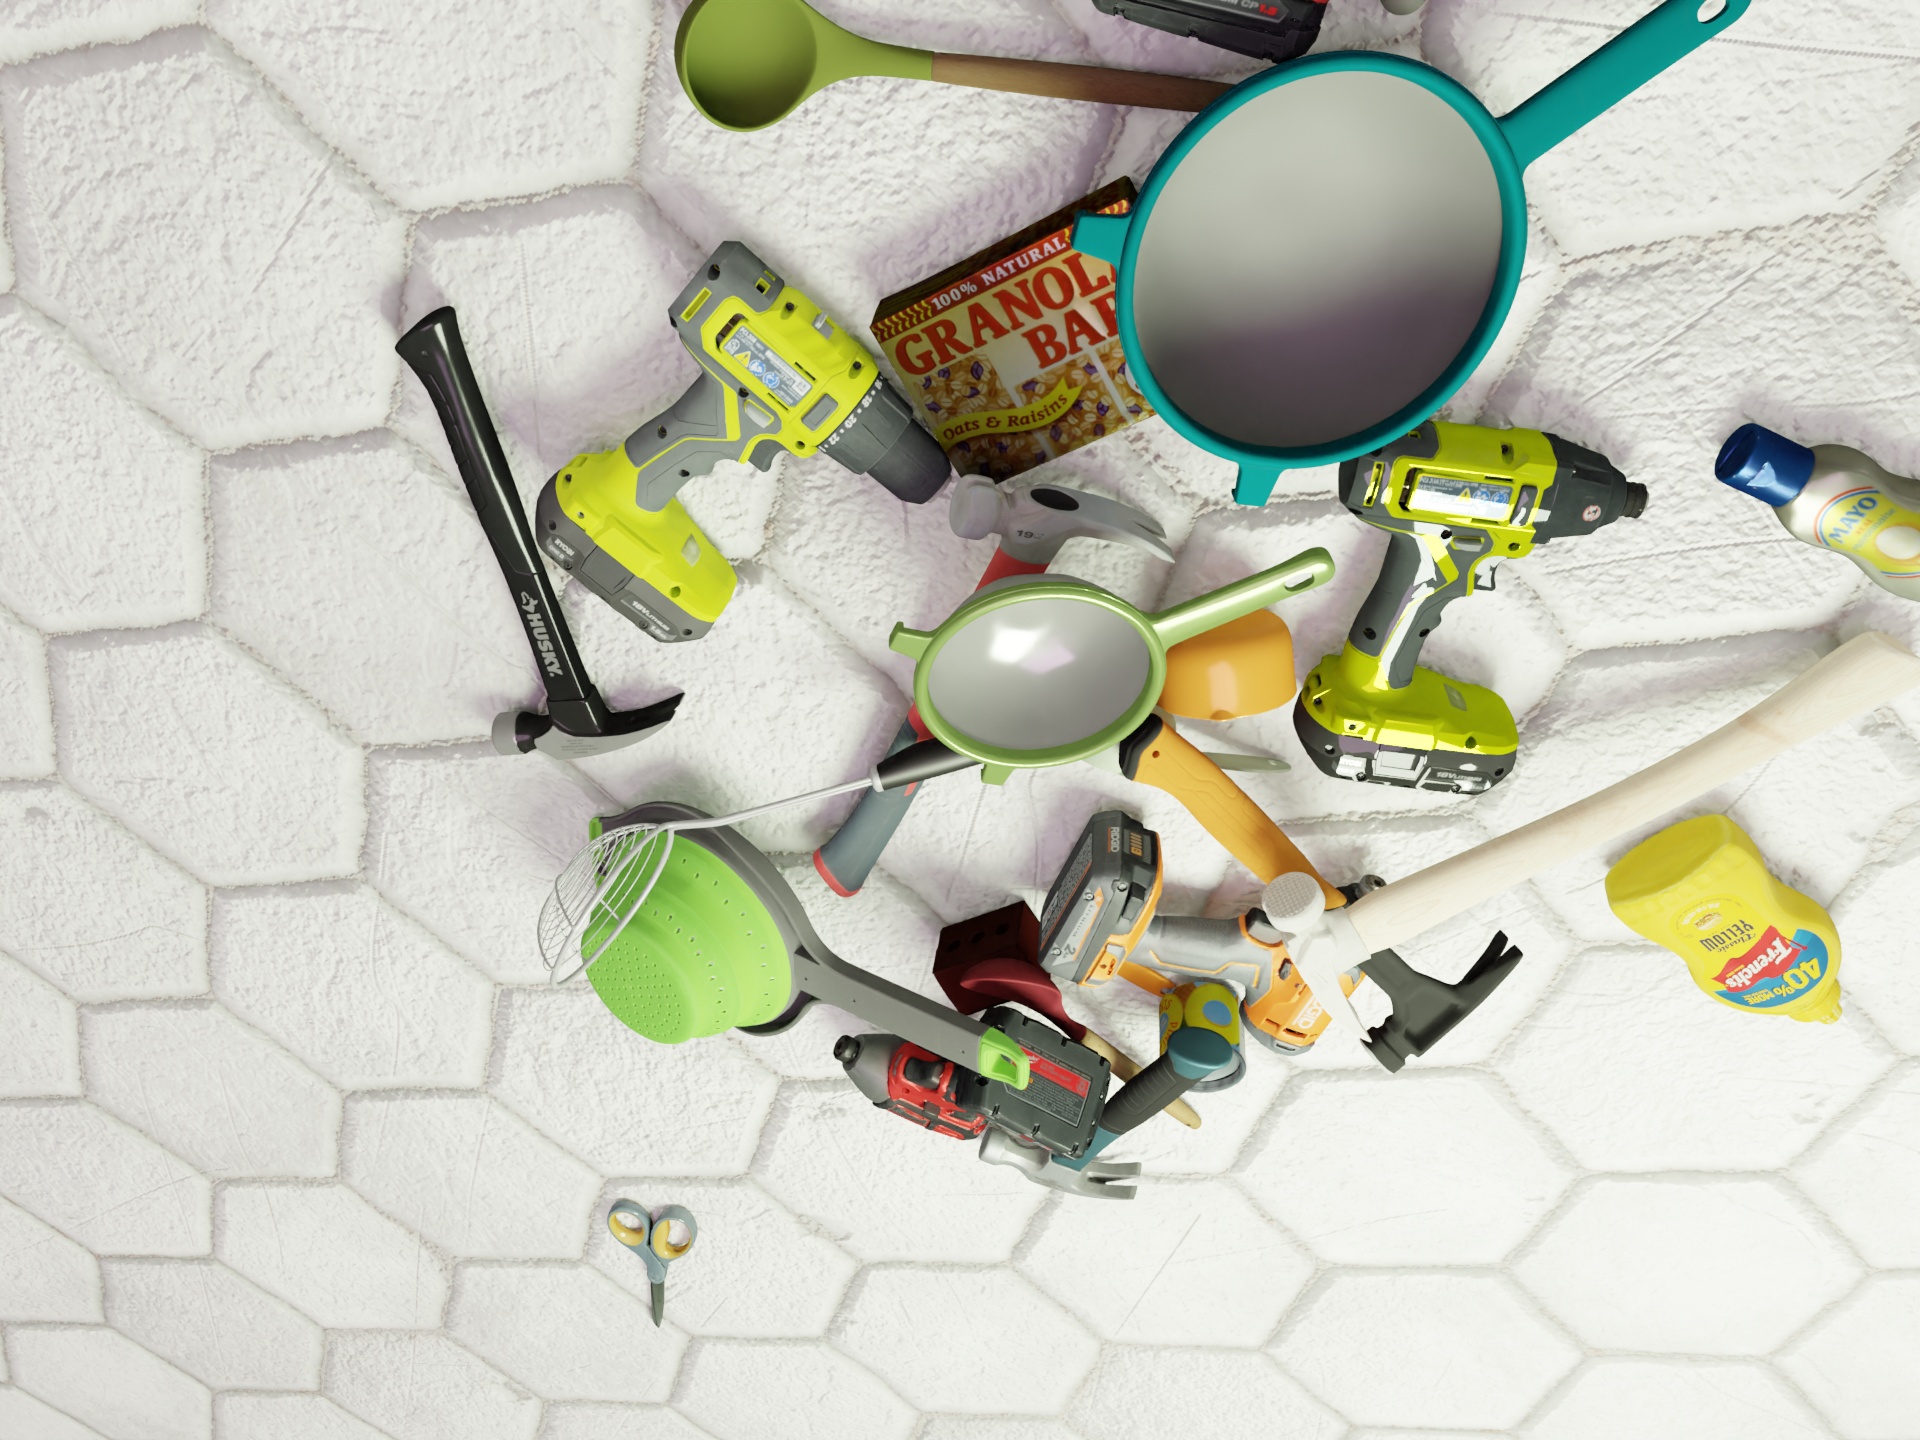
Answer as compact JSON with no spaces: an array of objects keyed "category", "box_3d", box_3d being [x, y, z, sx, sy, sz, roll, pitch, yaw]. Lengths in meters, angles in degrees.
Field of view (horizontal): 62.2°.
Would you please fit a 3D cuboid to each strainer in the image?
[{"category":"strainer","box_3d":[0.092,-0.062,0.946,0.256,0.069,0.151,-22,134,14]},{"category":"strainer","box_3d":[0.227,-0.279,0.815,0.340,0.095,0.210,-33,122,11]}]

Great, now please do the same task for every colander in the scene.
[{"category":"colander","box_3d":[-0.141,0.194,1.135,0.397,0.094,0.204,20,129,26]}]

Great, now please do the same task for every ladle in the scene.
[{"category":"ladle","box_3d":[0.105,0.251,1.217,0.069,0.031,0.315,-8,143,39]},{"category":"ladle","box_3d":[0.011,-0.334,0.829,0.320,0.062,0.078,7,130,2]}]

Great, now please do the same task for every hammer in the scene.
[{"category":"hammer","box_3d":[-0.002,-0.003,1.077,0.143,0.038,0.386,9,135,-22]},{"category":"hammer","box_3d":[0.122,0.309,1.241,0.128,0.033,0.330,22,145,-6]},{"category":"hammer","box_3d":[-0.293,-0.115,1.065,0.146,0.035,0.334,-3,125,14]},{"category":"hammer","box_3d":[0.398,0.068,0.994,0.410,0.038,0.146,-28,126,9]},{"category":"hammer","box_3d":[0.230,0.103,1.051,0.127,0.034,0.336,-44,113,10]}]

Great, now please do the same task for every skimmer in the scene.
[{"category":"skimmer","box_3d":[-0.106,0.083,1.051,0.363,0.127,0.090,-16,83,0]}]

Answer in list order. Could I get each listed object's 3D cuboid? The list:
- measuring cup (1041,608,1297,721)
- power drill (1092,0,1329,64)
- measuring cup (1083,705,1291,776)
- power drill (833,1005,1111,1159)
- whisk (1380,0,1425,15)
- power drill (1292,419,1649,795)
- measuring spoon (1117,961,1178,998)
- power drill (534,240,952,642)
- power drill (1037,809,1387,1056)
[{"category":"measuring cup","box_3d":[0.124,-0.039,1.005,0.173,0.095,0.052,-1,111,14]},{"category":"power drill","box_3d":[0.119,-0.438,0.719,0.188,0.080,0.226,16,125,-1]},{"category":"measuring cup","box_3d":[0.148,0.009,1.058,0.167,0.083,0.038,7,115,-14]},{"category":"power drill","box_3d":[0.001,0.276,1.222,0.143,0.079,0.219,31,155,-23]},{"category":"whisk","box_3d":[0.280,-0.425,0.718,0.246,0.059,0.058,-46,71,38]},{"category":"power drill","box_3d":[0.298,-0.068,0.957,0.171,0.080,0.223,8,125,0]},{"category":"measuring spoon","box_3d":[0.121,0.190,1.222,0.117,0.011,0.021,29,126,-12]},{"category":"power drill","box_3d":[-0.136,-0.153,0.980,0.190,0.080,0.228,40,121,-18]},{"category":"power drill","box_3d":[0.186,0.145,1.136,0.226,0.084,0.164,19,127,-8]}]
